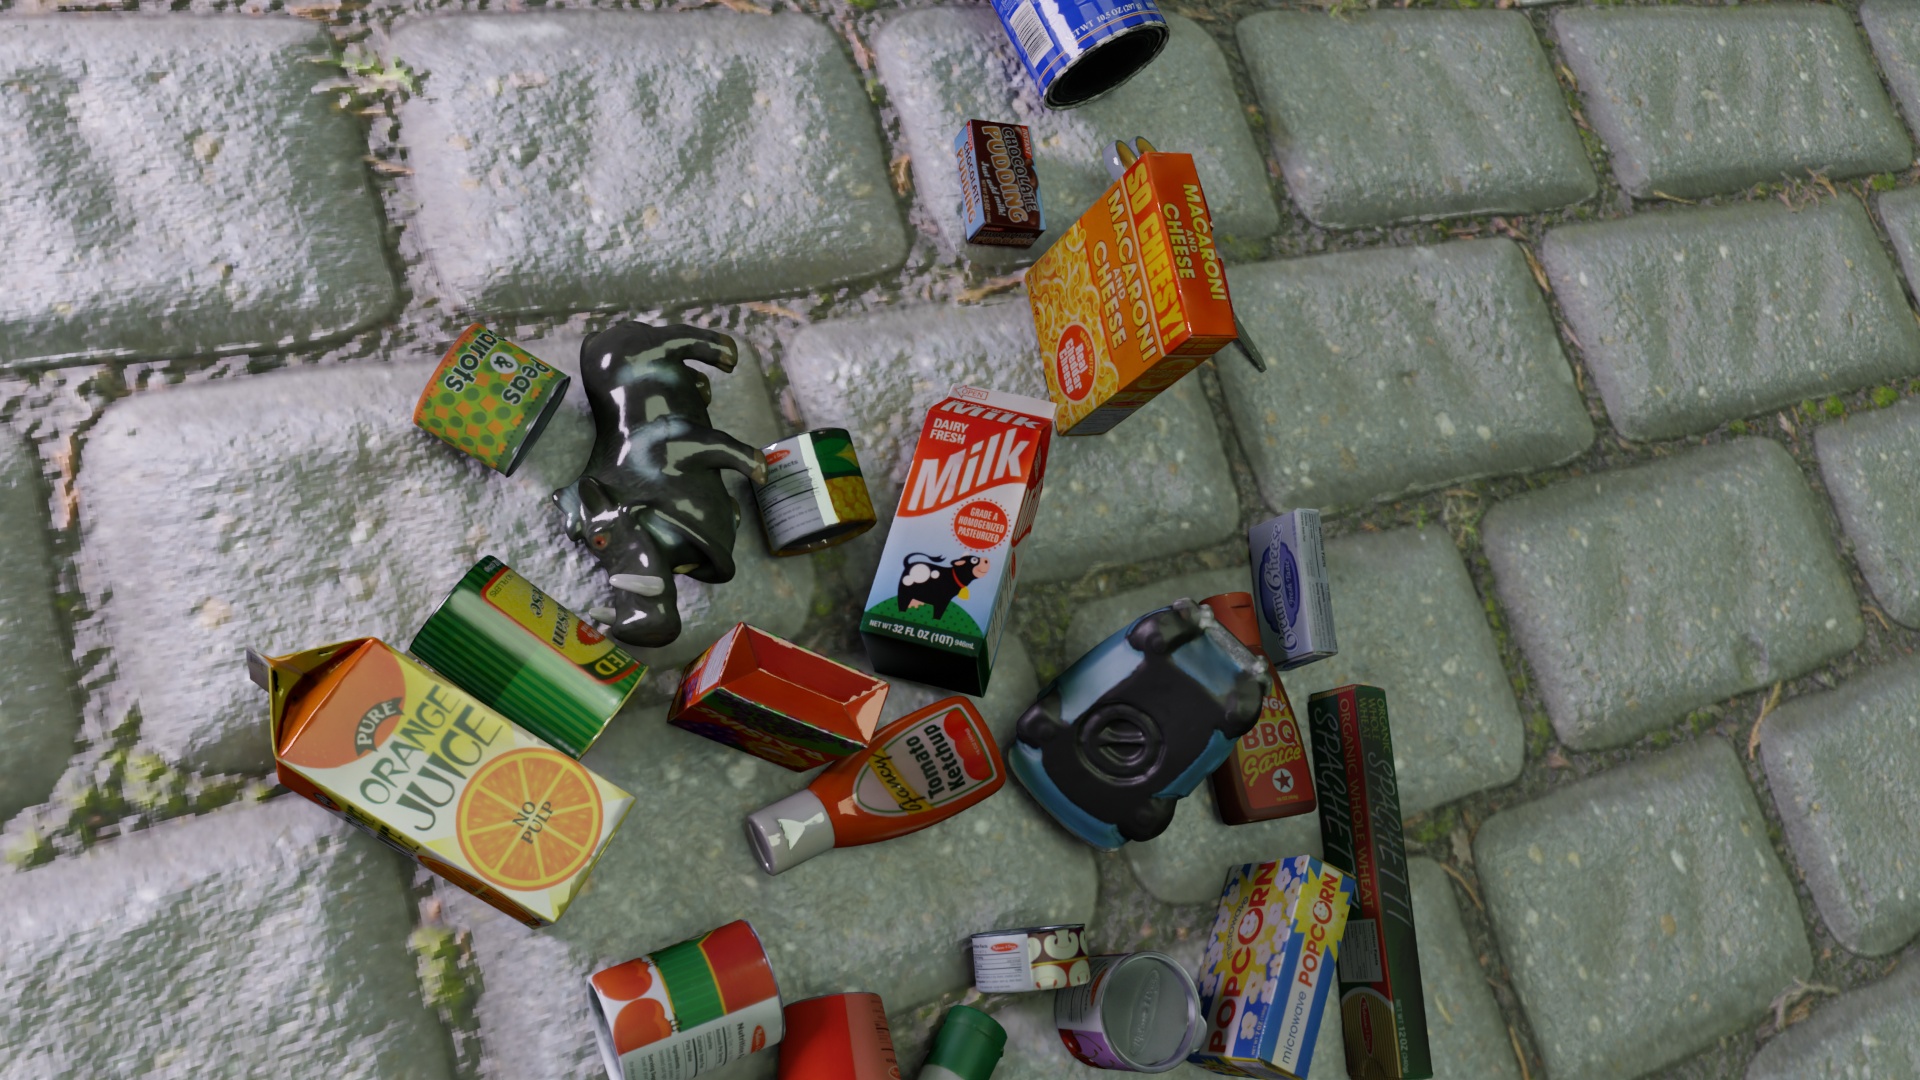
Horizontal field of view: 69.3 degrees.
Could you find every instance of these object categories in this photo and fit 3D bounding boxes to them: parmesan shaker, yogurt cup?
[{"bbox_3d":[-0.225,0.063,0.724,0.103,0.071,0.071,38,62,-9],"label":"parmesan shaker"},{"bbox_3d":[-0.066,0.271,0.732,0.072,0.072,0.054,4,60,-24],"label":"yogurt cup"}]

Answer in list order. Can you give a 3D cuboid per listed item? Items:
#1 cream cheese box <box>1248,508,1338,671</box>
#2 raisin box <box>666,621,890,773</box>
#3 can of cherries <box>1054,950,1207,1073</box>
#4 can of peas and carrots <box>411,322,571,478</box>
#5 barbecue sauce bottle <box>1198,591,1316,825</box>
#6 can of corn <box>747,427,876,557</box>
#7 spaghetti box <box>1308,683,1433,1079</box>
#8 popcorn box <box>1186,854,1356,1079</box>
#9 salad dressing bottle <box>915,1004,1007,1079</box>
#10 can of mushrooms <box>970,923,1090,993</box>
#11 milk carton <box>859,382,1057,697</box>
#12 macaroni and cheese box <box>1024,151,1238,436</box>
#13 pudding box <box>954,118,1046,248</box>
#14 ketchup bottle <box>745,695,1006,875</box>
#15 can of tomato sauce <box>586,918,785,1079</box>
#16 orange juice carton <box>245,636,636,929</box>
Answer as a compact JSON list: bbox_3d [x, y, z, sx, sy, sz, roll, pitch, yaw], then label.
[{"bbox_3d":[0.227,0.034,0.952,0.024,0.053,0.104,5,71,-25],"label":"cream cheese box"},{"bbox_3d":[-0.101,0.087,0.744,0.086,0.123,0.040,23,67,-16],"label":"raisin box"},{"bbox_3d":[0.099,0.276,0.809,0.071,0.058,0.071,8,69,-22],"label":"can of cherries"},{"bbox_3d":[-0.255,-0.078,0.759,0.059,0.070,0.071,31,63,-12],"label":"can of peas and carrots"},{"bbox_3d":[0.188,0.109,0.915,0.065,0.043,0.149,-3,74,-24],"label":"barbecue sauce bottle"},{"bbox_3d":[-0.087,-0.028,0.823,0.071,0.071,0.058,-14,80,-28],"label":"can of corn"},{"bbox_3d":[0.266,0.220,0.909,0.029,0.050,0.251,7,70,-25],"label":"spaghetti box"},{"bbox_3d":[0.185,0.258,0.839,0.038,0.085,0.127,30,64,-12],"label":"popcorn box"},{"bbox_3d":[-0.022,0.322,0.740,0.044,0.064,0.148,22,52,15],"label":"salad dressing bottle"},{"bbox_3d":[0.042,0.238,0.792,0.071,0.071,0.033,1,74,-24],"label":"can of mushrooms"},{"bbox_3d":[0.003,-0.011,0.840,0.072,0.073,0.191,13,66,10],"label":"milk carton"},{"bbox_3d":[0.105,-0.154,0.894,0.040,0.166,0.124,-5,75,-26],"label":"macaroni and cheese box"},{"bbox_3d":[0.028,-0.248,0.969,0.050,0.030,0.084,1,73,-25],"label":"pudding box"},{"bbox_3d":[-0.049,0.144,0.794,0.149,0.043,0.065,-21,79,-28],"label":"ketchup bottle"},{"bbox_3d":[-0.141,0.238,0.708,0.083,0.071,0.071,-14,80,-26],"label":"can of tomato sauce"},{"bbox_3d":[-0.267,0.113,0.689,0.192,0.071,0.073,35,62,-11],"label":"orange juice carton"}]
